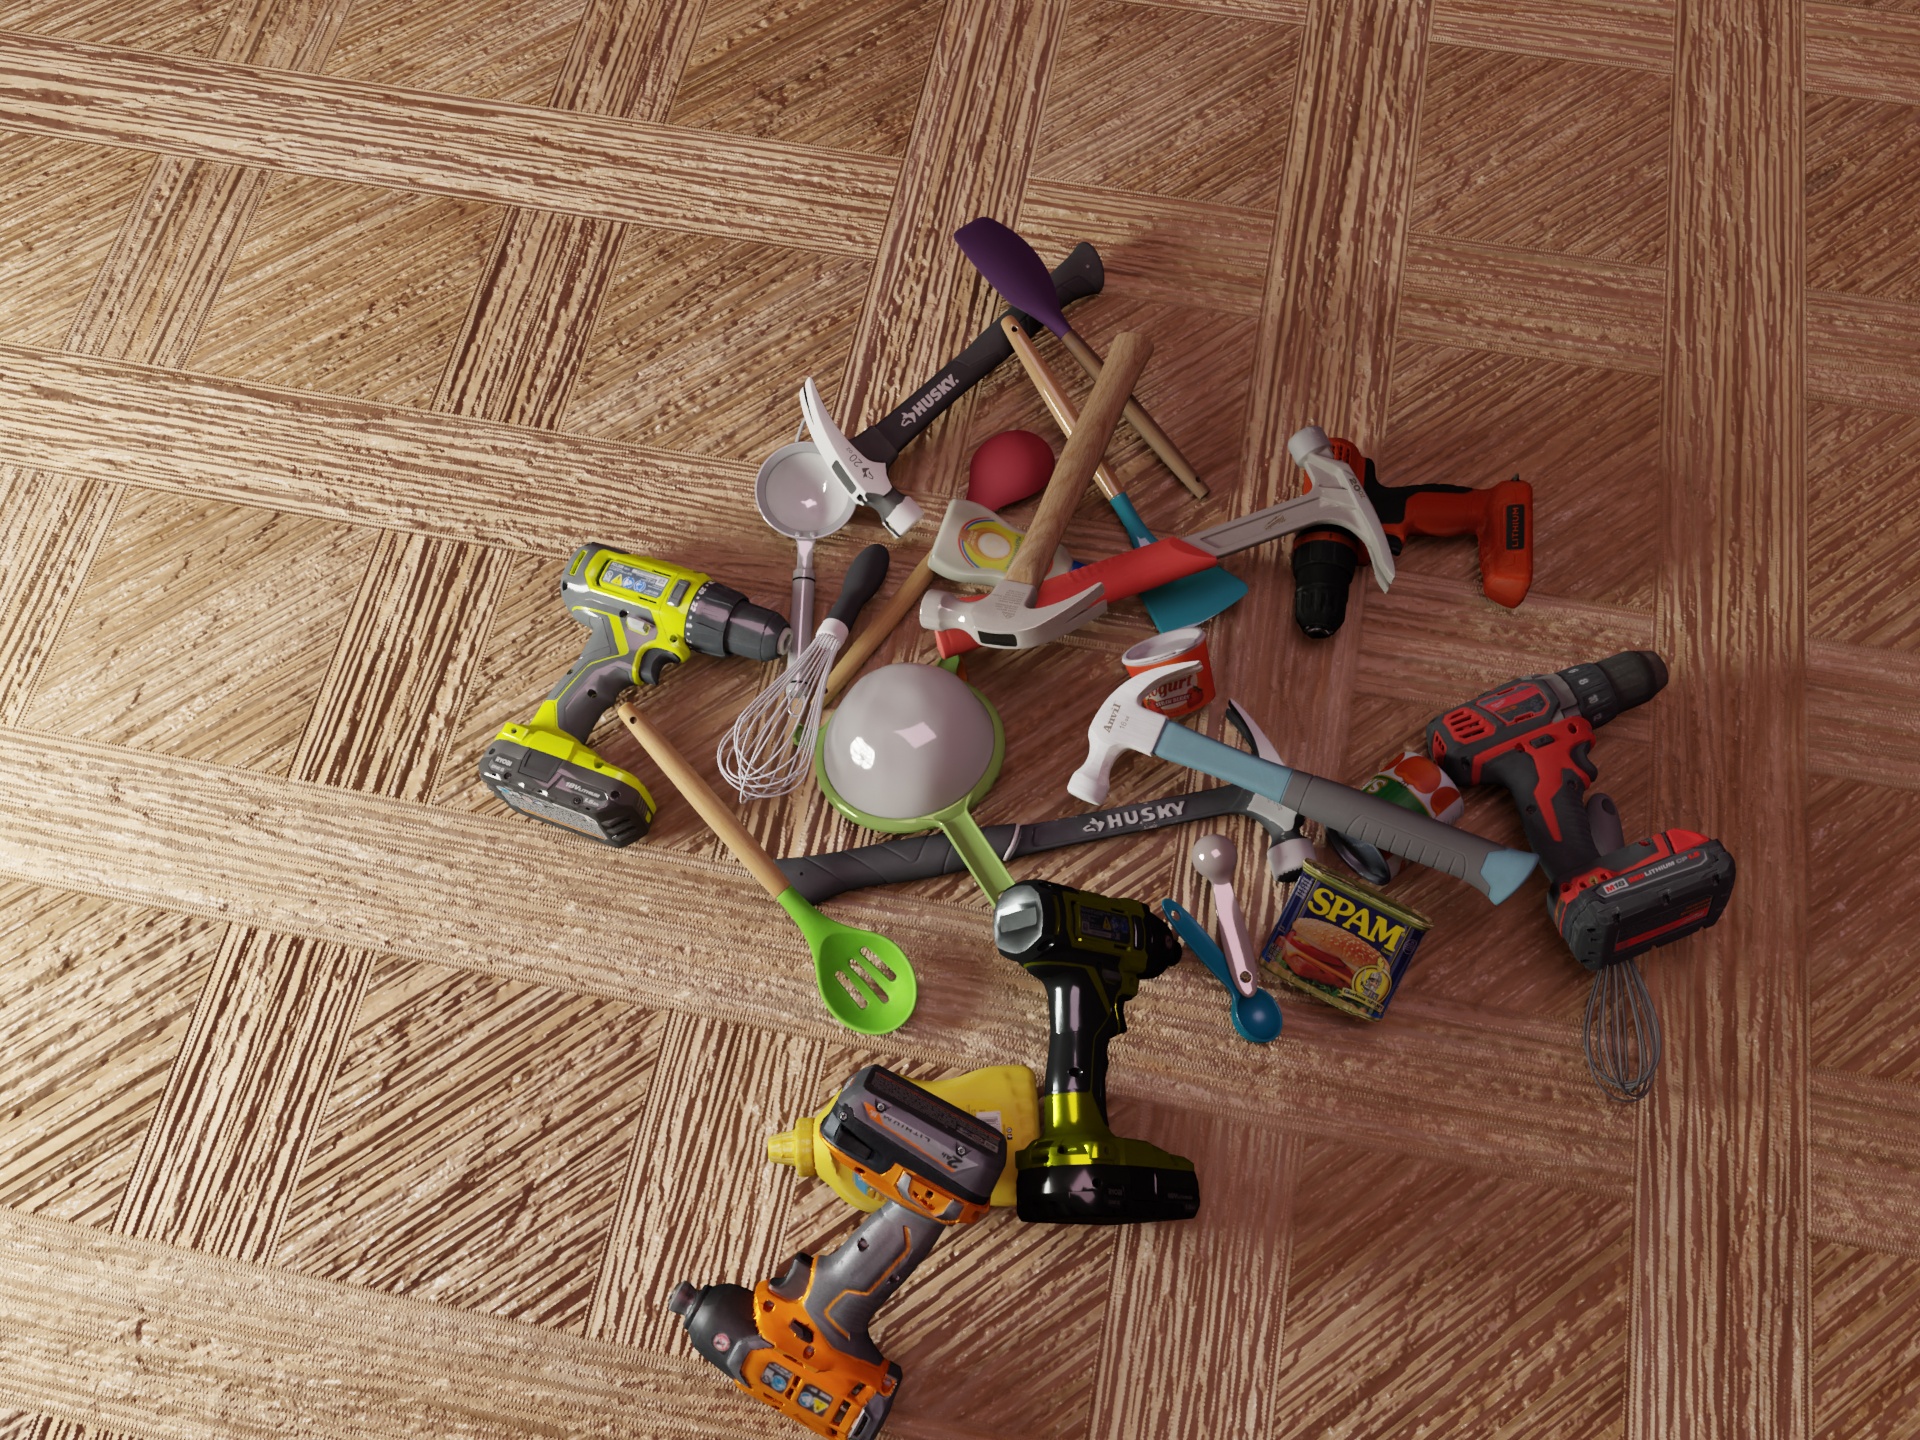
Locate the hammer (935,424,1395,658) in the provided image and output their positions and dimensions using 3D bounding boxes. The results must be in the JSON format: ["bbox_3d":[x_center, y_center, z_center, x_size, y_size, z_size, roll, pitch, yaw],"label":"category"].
[{"bbox_3d":[0.153,-0.113,1.253,0.359,0.036,0.149,-20,69,-5],"label":"hammer"}]

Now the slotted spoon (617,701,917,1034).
[{"bbox_3d":[-0.147,0.106,1.181,0.070,0.031,0.314,-42,89,-1],"label":"slotted spoon"}]

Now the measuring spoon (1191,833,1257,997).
[{"bbox_3d":[0.199,0.142,1.168,0.034,0.018,0.124,-11,72,-1],"label":"measuring spoon"}]

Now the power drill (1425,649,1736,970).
[{"bbox_3d":[0.479,0.052,1.181,0.188,0.080,0.227,-22,52,-1],"label":"power drill"}]

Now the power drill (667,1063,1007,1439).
[{"bbox_3d":[-0.083,0.349,1.053,0.164,0.084,0.226,28,93,3],"label":"power drill"}]

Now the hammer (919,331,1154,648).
[{"bbox_3d":[0.089,-0.190,1.265,0.130,0.031,0.331,13,59,21],"label":"hammer"}]

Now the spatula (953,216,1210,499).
[{"bbox_3d":[0.110,-0.313,1.365,0.060,0.018,0.316,-36,83,-25],"label":"spatula"}]

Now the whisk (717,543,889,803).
[{"bbox_3d":[-0.113,-0.045,1.244,0.070,0.070,0.285,18,49,9],"label":"whisk"}]

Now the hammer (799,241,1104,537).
[{"bbox_3d":[0.008,-0.312,1.369,0.146,0.035,0.335,47,67,-5],"label":"hammer"}]

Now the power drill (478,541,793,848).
[{"bbox_3d":[-0.255,-0.022,1.251,0.190,0.080,0.229,18,67,13],"label":"power drill"}]

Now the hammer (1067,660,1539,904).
[{"bbox_3d":[0.252,0.055,1.162,0.331,0.033,0.128,22,87,16],"label":"hammer"}]

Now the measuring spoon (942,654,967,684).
[{"bbox_3d":[-0.002,-0.004,1.278,0.021,0.011,0.117,-9,63,9],"label":"measuring spoon"}]

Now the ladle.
[{"bbox_3d":[-0.025,-0.130,1.323,0.069,0.031,0.315,33,73,17],"label":"ladle"}]

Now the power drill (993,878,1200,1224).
[{"bbox_3d":[0.102,0.232,1.108,0.080,0.171,0.223,-21,62,41],"label":"power drill"}]

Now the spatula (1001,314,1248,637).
[{"bbox_3d":[0.121,-0.212,1.327,0.082,0.044,0.317,-30,81,-7],"label":"spatula"}]

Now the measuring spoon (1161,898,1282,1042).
[{"bbox_3d":[0.187,0.185,1.173,0.042,0.021,0.128,-34,82,-40],"label":"measuring spoon"}]

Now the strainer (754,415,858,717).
[{"bbox_3d":[-0.130,-0.125,1.315,0.087,0.050,0.259,3,73,-3],"label":"strainer"}]

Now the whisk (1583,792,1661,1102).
[{"bbox_3d":[0.482,0.163,1.177,0.055,0.055,0.239,4,63,3],"label":"whisk"}]

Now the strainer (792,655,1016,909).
[{"bbox_3d":[-0.019,0.042,1.192,0.151,0.069,0.257,-27,53,-10],"label":"strainer"}]

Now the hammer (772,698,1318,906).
[{"bbox_3d":[0.058,0.085,1.224,0.409,0.036,0.149,-10,66,-3],"label":"hammer"}]
